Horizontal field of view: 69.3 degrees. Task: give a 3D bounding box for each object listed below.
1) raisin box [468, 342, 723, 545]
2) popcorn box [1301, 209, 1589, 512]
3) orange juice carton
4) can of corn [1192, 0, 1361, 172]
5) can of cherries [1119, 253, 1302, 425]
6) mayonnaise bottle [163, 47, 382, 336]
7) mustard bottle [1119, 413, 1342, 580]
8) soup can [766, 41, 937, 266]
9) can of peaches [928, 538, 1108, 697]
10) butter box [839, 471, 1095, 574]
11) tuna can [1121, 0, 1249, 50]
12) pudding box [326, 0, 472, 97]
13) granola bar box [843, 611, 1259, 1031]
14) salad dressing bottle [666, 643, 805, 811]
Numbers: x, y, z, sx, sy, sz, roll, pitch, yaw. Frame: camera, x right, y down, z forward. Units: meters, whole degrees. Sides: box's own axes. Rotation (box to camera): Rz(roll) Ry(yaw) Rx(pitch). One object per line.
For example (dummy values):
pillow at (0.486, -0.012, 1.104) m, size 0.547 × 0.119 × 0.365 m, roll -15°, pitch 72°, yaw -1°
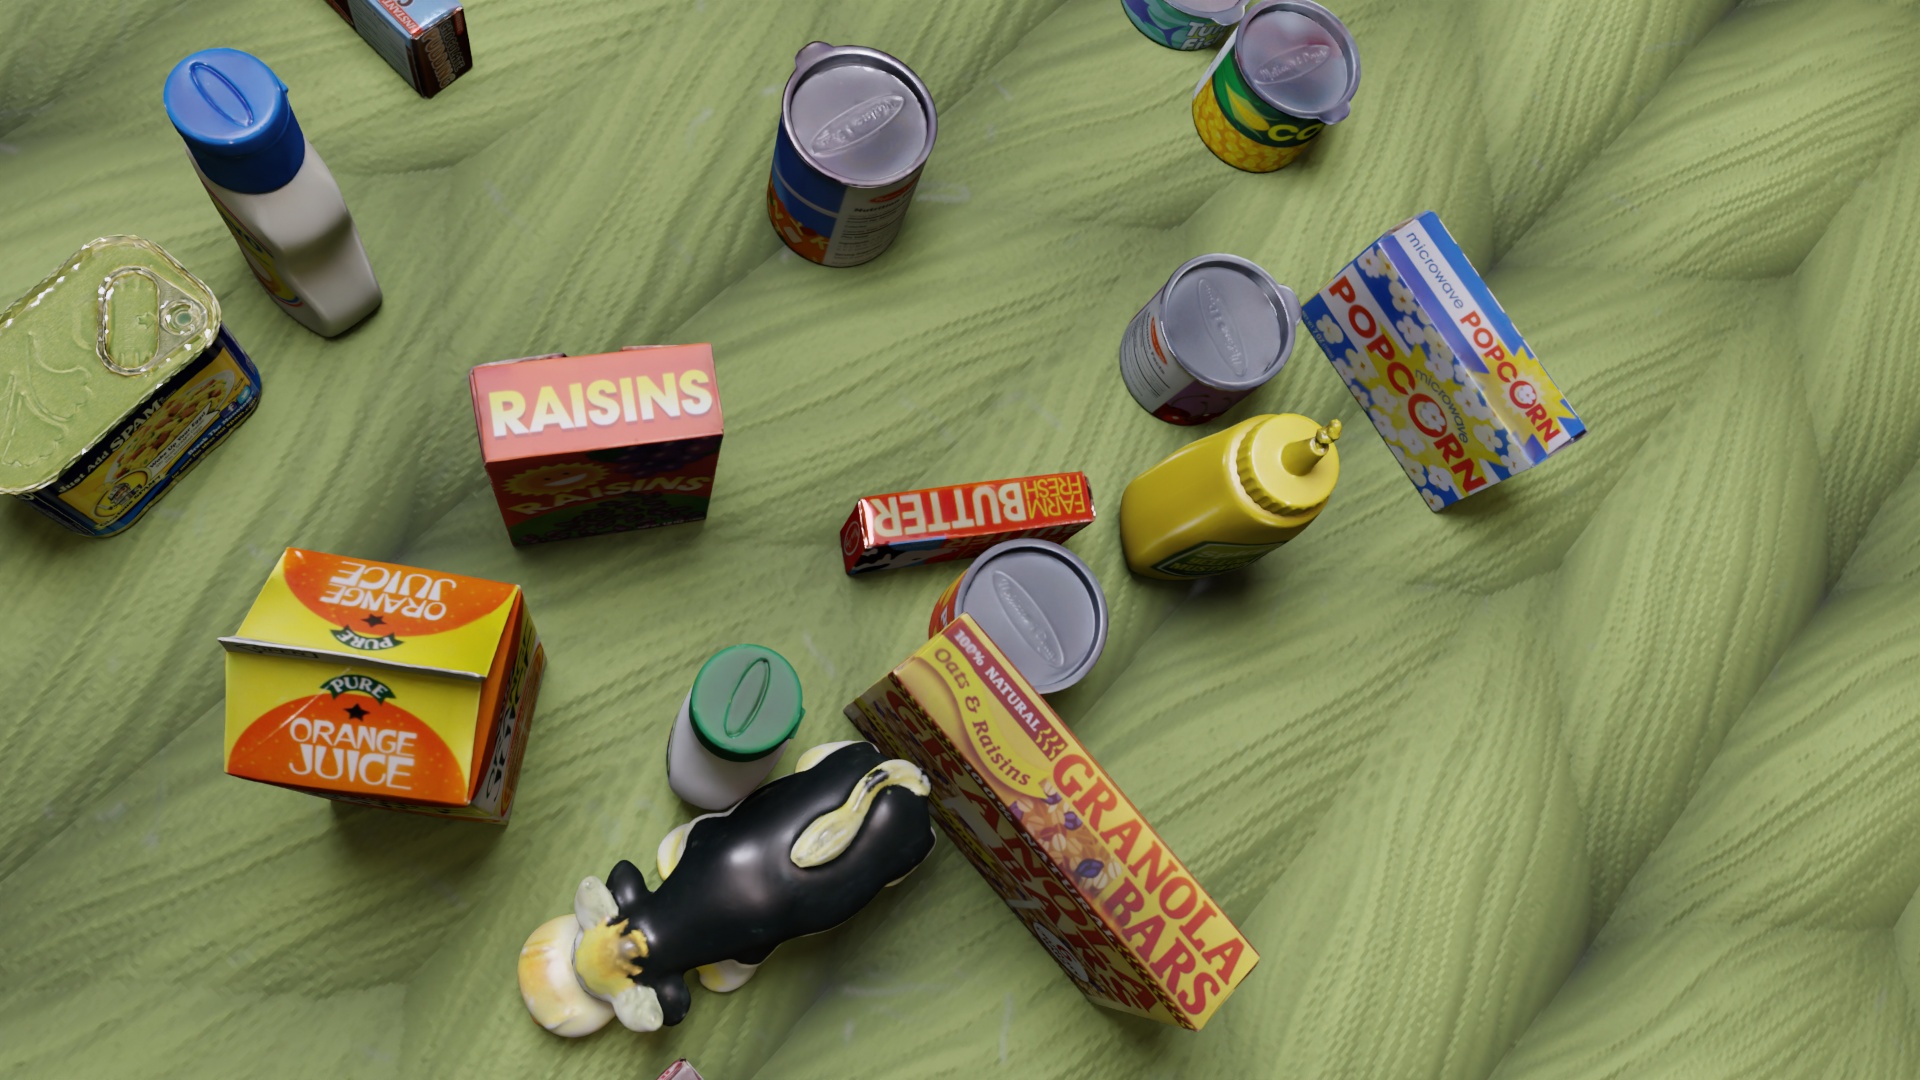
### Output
raisin box at (-0.140, -0.036, 0.546) m, size 0.086 × 0.123 × 0.040 m, roll -8°, pitch 79°, yaw -15°
popcorn box at (0.226, -0.083, 0.665) m, size 0.038 × 0.085 × 0.127 m, roll -32°, pitch 85°, yaw -18°
orange juice carton at (-0.190, 0.054, 0.475) m, size 0.072 × 0.192 × 0.073 m, roll 11°, pitch 74°, yaw -10°
can of corn at (0.159, -0.226, 0.699) m, size 0.071 × 0.058 × 0.071 m, roll 3°, pitch 76°, yaw -13°
can of cherries at (0.117, -0.093, 0.656) m, size 0.071 × 0.058 × 0.071 m, roll 3°, pitch 76°, yaw -13°
mayonnaise bottle at (-0.261, -0.131, 0.528) m, size 0.041 × 0.147 × 0.065 m, roll -43°, pitch 89°, yaw -19°
mustard bottle at (0.117, -0.020, 0.583) m, size 0.065 × 0.159 × 0.049 m, roll -2°, pitch 77°, yaw -14°
soup can at (-0.052, -0.171, 0.622) m, size 0.071 × 0.083 × 0.071 m, roll 3°, pitch 76°, yaw -12°
can of peaches at (0.021, 0.039, 0.600) m, size 0.071 × 0.058 × 0.071 m, roll 3°, pitch 76°, yaw -13°
butter box at (0.002, -0.008, 0.609) m, size 0.104 × 0.053 × 0.024 m, roll -7°, pitch 78°, yaw -15°
tuna can at (0.119, -0.289, 0.719) m, size 0.071 × 0.032 × 0.071 m, roll 3°, pitch 76°, yaw -13°
pudding box at (-0.256, -0.243, 0.610) m, size 0.084 × 0.049 × 0.030 m, roll 45°, pitch 71°, yaw 0°
granola bar box at (0.029, 0.111, 0.548) m, size 0.039 × 0.124 × 0.165 m, roll -40°, pitch 88°, yaw -19°
salad dressing bottle at (-0.084, 0.067, 0.520) m, size 0.044 × 0.147 × 0.064 m, roll 25°, pitch 72°, yaw -6°
